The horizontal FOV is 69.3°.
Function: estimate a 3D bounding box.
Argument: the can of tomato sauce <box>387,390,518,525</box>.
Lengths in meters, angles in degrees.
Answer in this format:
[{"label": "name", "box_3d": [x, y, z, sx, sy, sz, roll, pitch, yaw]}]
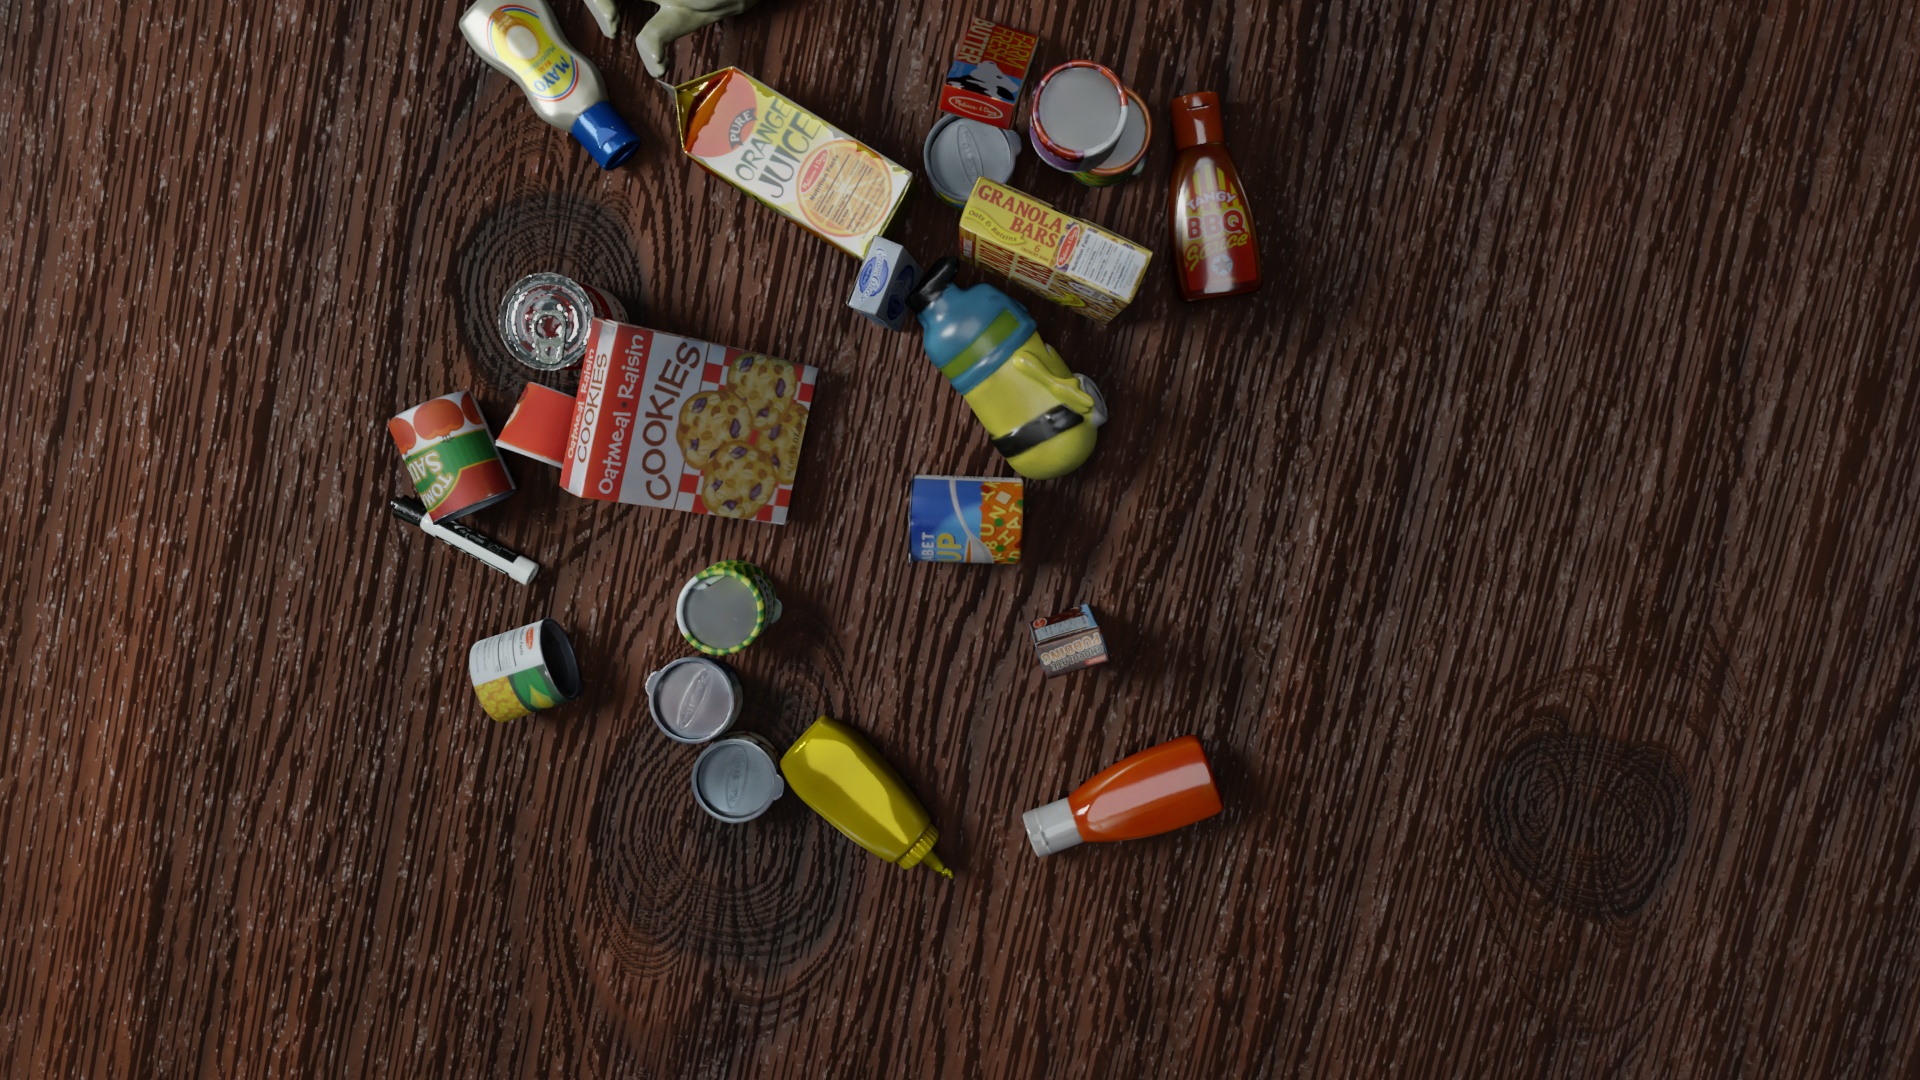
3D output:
[{"label": "can of tomato sauce", "box_3d": [-0.382, -0.061, 1.040, 0.071, 0.071, 0.083, -23, 94, 3]}]

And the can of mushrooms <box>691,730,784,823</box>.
[{"label": "can of mushrooms", "box_3d": [-0.170, 0.183, 1.077, 0.071, 0.033, 0.071, 0, 95, 1]}]

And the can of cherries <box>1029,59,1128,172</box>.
[{"label": "can of cherries", "box_3d": [0.079, -0.294, 0.958, 0.071, 0.058, 0.071, 0, 96, 1]}]

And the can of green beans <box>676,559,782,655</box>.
[{"label": "can of green beans", "box_3d": [-0.177, 0.050, 1.053, 0.071, 0.058, 0.071, 0, 95, 1]}]

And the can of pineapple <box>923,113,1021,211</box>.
[{"label": "can of pineapple", "box_3d": [0.009, -0.278, 1.021, 0.071, 0.058, 0.071, 0, 96, 1]}]

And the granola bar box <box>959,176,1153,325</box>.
[{"label": "granola bar box", "box_3d": [0.062, -0.200, 0.974, 0.124, 0.165, 0.039, 24, 93, -1]}]

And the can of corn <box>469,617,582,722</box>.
[{"label": "can of corn", "box_3d": [-0.330, 0.101, 1.057, 0.058, 0.071, 0.071, -18, 95, 3]}]

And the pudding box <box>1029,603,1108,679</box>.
[{"label": "pudding box", "box_3d": [0.081, 0.075, 1.039, 0.050, 0.084, 0.030, -17, 98, 2]}]

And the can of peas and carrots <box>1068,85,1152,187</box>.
[{"label": "can of peas and carrots", "box_3d": [0.107, -0.295, 1.018, 0.071, 0.059, 0.071, 0, 96, 1]}]

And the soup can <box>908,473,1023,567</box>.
[{"label": "soup can", "box_3d": [0.004, -0.013, 1.040, 0.084, 0.071, 0.071, 2, 95, 0]}]

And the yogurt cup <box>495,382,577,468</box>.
[{"label": "yogurt cup", "box_3d": [-0.306, -0.085, 1.041, 0.072, 0.072, 0.054, 20, 88, -1]}]

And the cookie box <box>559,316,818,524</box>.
[{"label": "cookie box", "box_3d": [-0.194, -0.083, 1.004, 0.168, 0.040, 0.122, 8, 98, -40]}]

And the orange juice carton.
[{"label": "orange juice carton", "box_3d": [-0.132, -0.280, 1.016, 0.193, 0.072, 0.073, 30, 95, -2]}]

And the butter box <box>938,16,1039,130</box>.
[{"label": "butter box", "box_3d": [0.022, -0.337, 1.001, 0.053, 0.104, 0.024, 16, 138, -1]}]

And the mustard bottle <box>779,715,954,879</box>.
[{"label": "mustard bottle", "box_3d": [-0.065, 0.207, 1.070, 0.160, 0.049, 0.065, 45, 94, -4]}]

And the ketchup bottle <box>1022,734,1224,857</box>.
[{"label": "ketchup bottle", "box_3d": [0.123, 0.203, 1.070, 0.149, 0.043, 0.064, -20, 94, 3]}]

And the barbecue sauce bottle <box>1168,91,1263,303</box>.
[{"label": "barbecue sauce bottle", "box_3d": [0.183, -0.253, 1.028, 0.065, 0.044, 0.148, -9, 95, 3]}]

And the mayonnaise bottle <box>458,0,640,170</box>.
[{"label": "mayonnaise bottle", "box_3d": [-0.299, -0.342, 1.028, 0.065, 0.041, 0.148, -41, 93, 2]}]

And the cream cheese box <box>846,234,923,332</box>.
[{"label": "cream cheese box", "box_3d": [-0.054, -0.185, 1.008, 0.024, 0.104, 0.053, 22, 94, 6]}]

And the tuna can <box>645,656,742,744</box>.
[{"label": "tuna can", "box_3d": [-0.205, 0.121, 1.068, 0.071, 0.033, 0.071, 0, 86, 4]}]
